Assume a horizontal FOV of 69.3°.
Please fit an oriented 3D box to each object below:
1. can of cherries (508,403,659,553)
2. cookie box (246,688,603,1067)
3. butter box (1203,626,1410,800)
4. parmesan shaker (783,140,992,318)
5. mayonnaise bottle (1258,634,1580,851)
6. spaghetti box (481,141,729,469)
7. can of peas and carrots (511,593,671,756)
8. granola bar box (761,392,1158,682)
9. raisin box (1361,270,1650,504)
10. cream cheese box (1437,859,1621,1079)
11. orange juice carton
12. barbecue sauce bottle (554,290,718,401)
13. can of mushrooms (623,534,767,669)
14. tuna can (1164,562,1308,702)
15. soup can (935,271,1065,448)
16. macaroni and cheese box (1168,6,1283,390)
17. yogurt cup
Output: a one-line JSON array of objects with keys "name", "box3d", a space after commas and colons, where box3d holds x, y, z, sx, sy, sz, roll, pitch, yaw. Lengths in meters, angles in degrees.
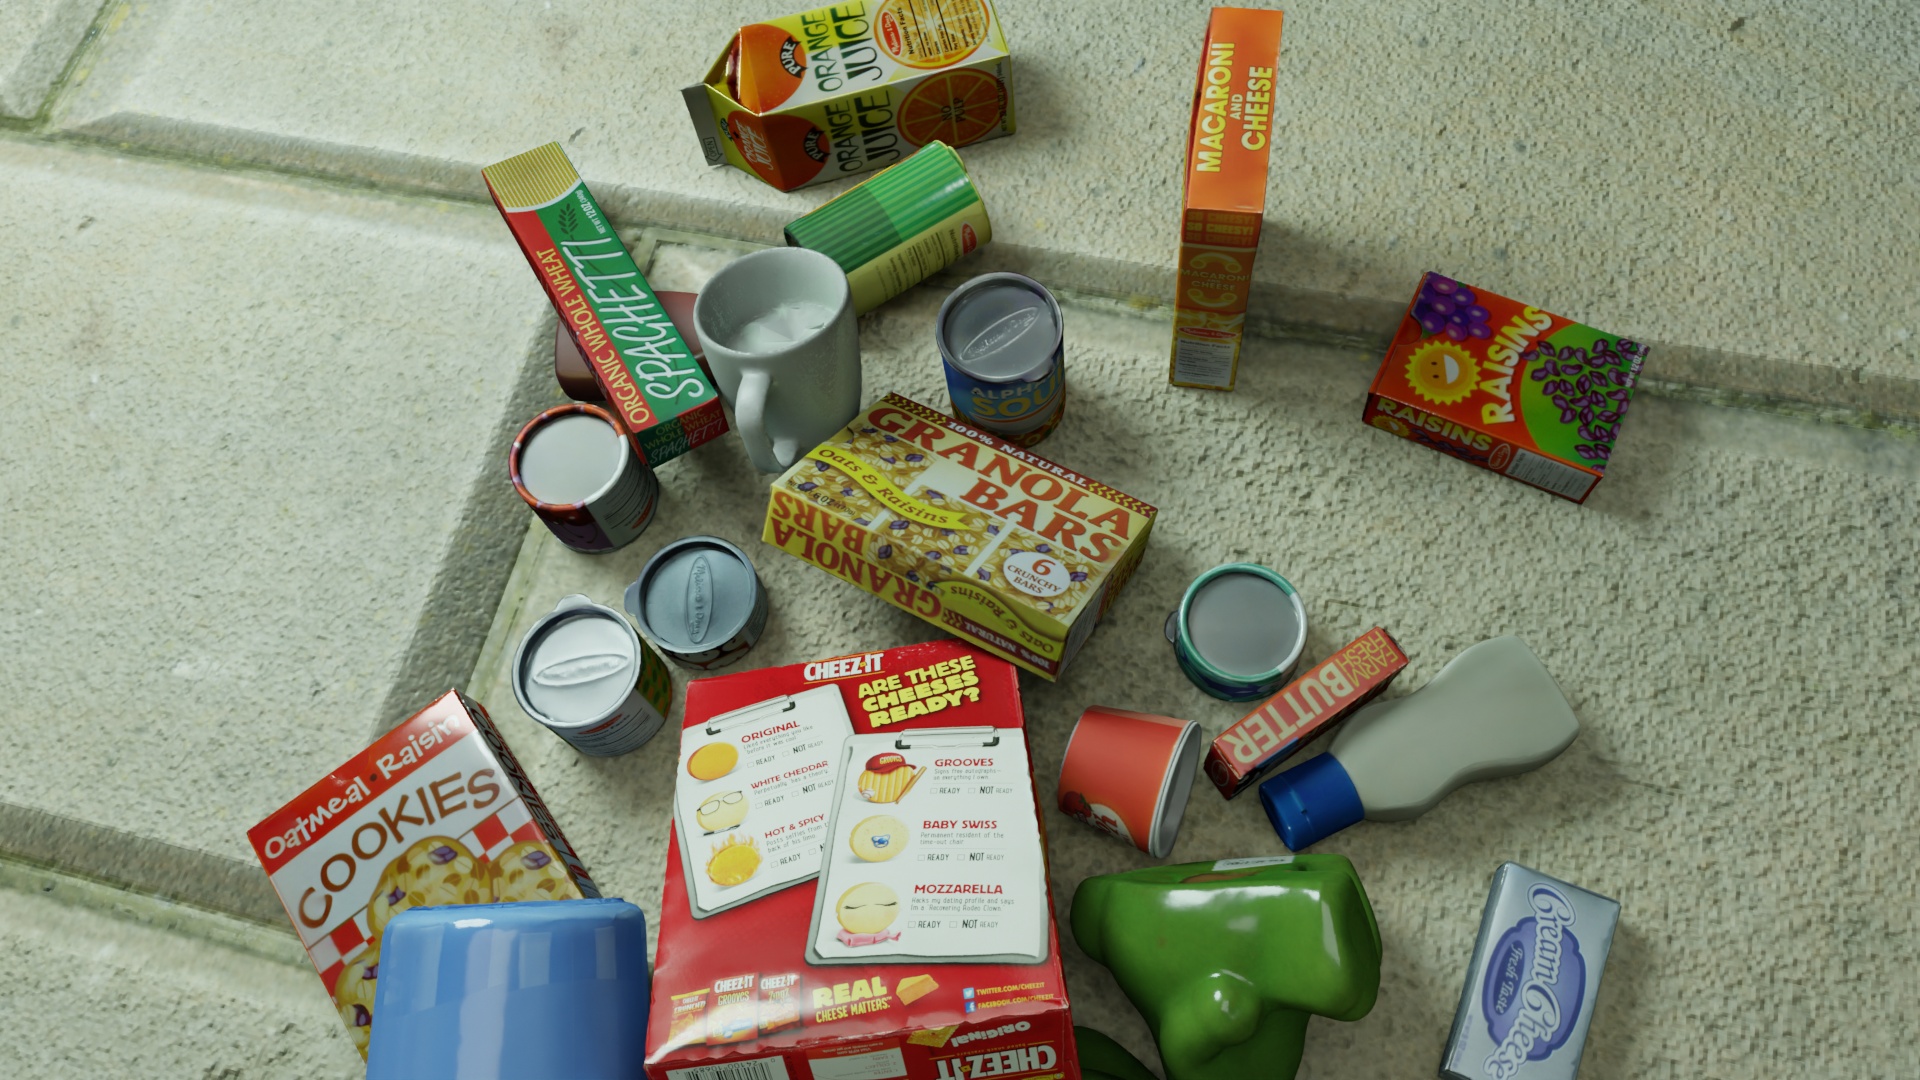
[{"name": "can of cherries", "box3d": [-0.208, -0.034, 0.761, 0.071, 0.058, 0.072, -2, 67, 4]}, {"name": "cookie box", "box3d": [-0.256, 0.175, 0.685, 0.123, 0.040, 0.168, -36, 68, -10]}, {"name": "butter box", "box3d": [0.167, 0.084, 0.677, 0.104, 0.053, 0.024, -33, 70, -9]}, {"name": "parmesan shaker", "box3d": [-0.043, -0.178, 0.800, 0.103, 0.071, 0.071, -31, 68, -8]}, {"name": "mayonnaise bottle", "box3d": [0.218, 0.102, 0.672, 0.148, 0.041, 0.065, -25, 66, -4]}, {"name": "spaghetti box", "box3d": [-0.202, -0.139, 0.774, 0.050, 0.028, 0.251, -27, 57, -14]}, {"name": "can of peas and carrots", "box3d": [-0.188, 0.070, 0.714, 0.071, 0.058, 0.071, -2, 66, 5]}, {"name": "granola bar box", "box3d": [0.003, -0.009, 0.708, 0.166, 0.038, 0.125, 25, 37, 15]}, {"name": "raisin box", "box3d": [0.291, -0.083, 0.746, 0.123, 0.040, 0.086, 23, 72, 15]}, {"name": "cream cheese box", "box3d": [0.259, 0.204, 0.632, 0.053, 0.024, 0.104, 21, 70, 13]}, {"name": "orange juice carton", "box3d": [-0.069, -0.274, 0.844, 0.193, 0.071, 0.073, -15, 66, -1]}, {"name": "barbecue sauce bottle", "box3d": [-0.154, -0.114, 0.799, 0.148, 0.043, 0.065, -2, 63, 4]}, {"name": "can of mushrooms", "box3d": [-0.140, 0.033, 0.739, 0.071, 0.033, 0.071, -2, 67, 4]}, {"name": "tuna can", "box3d": [0.140, 0.046, 0.707, 0.071, 0.032, 0.071, -2, 67, 4]}, {"name": "soup can", "box3d": [0.025, -0.093, 0.750, 0.071, 0.083, 0.071, -2, 67, 5]}, {"name": "macaroni and cheese box", "box3d": [0.137, -0.173, 0.729, 0.040, 0.166, 0.124, 7, 68, 9]}, {"name": "yogurt cup", "box3d": [0.081, 0.113, 0.669, 0.054, 0.072, 0.072, 15, 69, 20]}]
